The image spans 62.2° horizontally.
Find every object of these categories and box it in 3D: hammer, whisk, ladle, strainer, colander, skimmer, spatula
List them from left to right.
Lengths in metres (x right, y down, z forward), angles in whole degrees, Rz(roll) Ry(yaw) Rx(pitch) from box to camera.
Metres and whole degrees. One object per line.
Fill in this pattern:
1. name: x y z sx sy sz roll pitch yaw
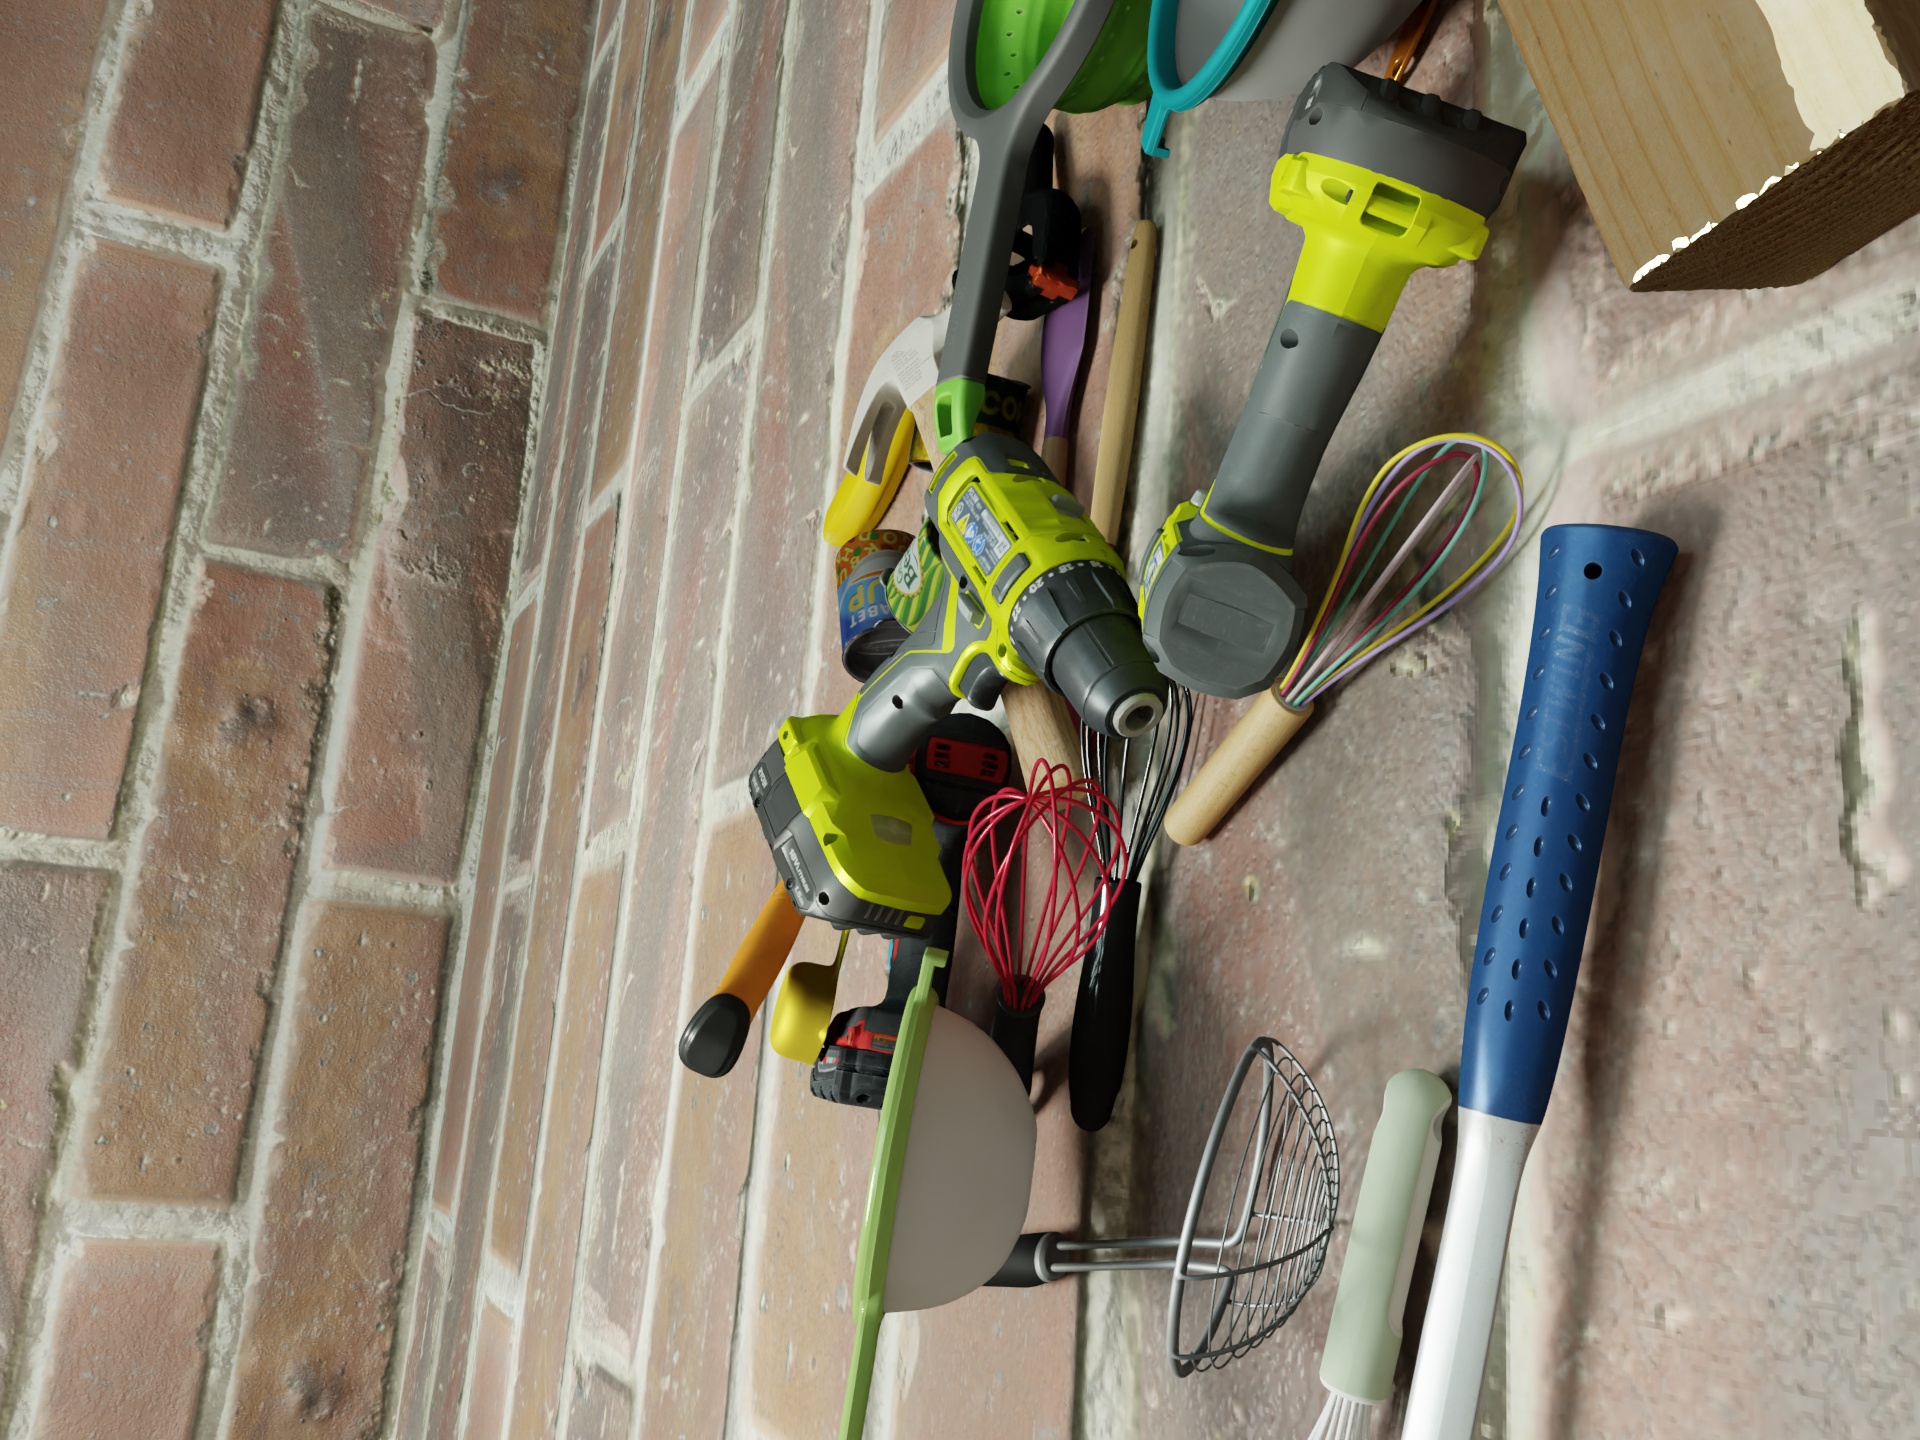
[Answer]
1. hammer: -0.102 0.107 0.956 0.127 0.034 0.337 -61 2 26
2. strainer: -0.009 0.237 0.675 0.151 0.069 0.257 95 -176 -50
3. hammer: 0.010 -0.095 0.873 0.130 0.031 0.332 -37 52 29
4. whisk: 0.030 0.118 0.741 0.295 0.073 0.073 95 168 -51
5. spatula: 0.052 -0.137 0.920 0.060 0.018 0.316 155 124 -63
6. skimmer: 0.047 0.223 0.706 0.363 0.090 0.127 -37 25 58
7. colander: 0.063 -0.331 0.878 0.204 0.094 0.397 3 81 65
8. ladle: 0.078 -0.119 0.853 0.069 0.031 0.315 -2 76 55
9. whisk: 0.075 0.079 0.758 0.055 0.055 0.239 -169 85 -65
10. whisk: 0.145 -0.026 0.655 0.244 0.047 0.051 121 147 -44
11. whisk: 0.139 0.245 0.565 0.059 0.057 0.246 12 88 31
12. strainer: 0.178 -0.359 0.612 0.340 0.095 0.211 165 117 -74
13. hammer: 0.165 0.136 0.513 0.144 0.035 0.405 9 84 39

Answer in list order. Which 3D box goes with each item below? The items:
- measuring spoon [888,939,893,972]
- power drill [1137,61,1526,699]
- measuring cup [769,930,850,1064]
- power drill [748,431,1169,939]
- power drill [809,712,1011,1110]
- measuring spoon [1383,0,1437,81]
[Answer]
1. measuring spoon: -0.041 0.192 0.986 0.042 0.021 0.129 -54 36 43
2. power drill: 0.132 -0.132 0.637 0.171 0.080 0.223 -70 0 -74
3. measuring cup: -0.078 0.119 0.901 0.062 0.029 0.156 -122 46 -77
4. power drill: -0.001 -0.002 0.767 0.228 0.080 0.191 -53 41 24
5. power drill: -0.025 0.112 0.912 0.143 0.078 0.220 141 139 -73
6. measuring spoon: 0.209 -0.320 0.675 0.021 0.011 0.116 -92 21 -55
